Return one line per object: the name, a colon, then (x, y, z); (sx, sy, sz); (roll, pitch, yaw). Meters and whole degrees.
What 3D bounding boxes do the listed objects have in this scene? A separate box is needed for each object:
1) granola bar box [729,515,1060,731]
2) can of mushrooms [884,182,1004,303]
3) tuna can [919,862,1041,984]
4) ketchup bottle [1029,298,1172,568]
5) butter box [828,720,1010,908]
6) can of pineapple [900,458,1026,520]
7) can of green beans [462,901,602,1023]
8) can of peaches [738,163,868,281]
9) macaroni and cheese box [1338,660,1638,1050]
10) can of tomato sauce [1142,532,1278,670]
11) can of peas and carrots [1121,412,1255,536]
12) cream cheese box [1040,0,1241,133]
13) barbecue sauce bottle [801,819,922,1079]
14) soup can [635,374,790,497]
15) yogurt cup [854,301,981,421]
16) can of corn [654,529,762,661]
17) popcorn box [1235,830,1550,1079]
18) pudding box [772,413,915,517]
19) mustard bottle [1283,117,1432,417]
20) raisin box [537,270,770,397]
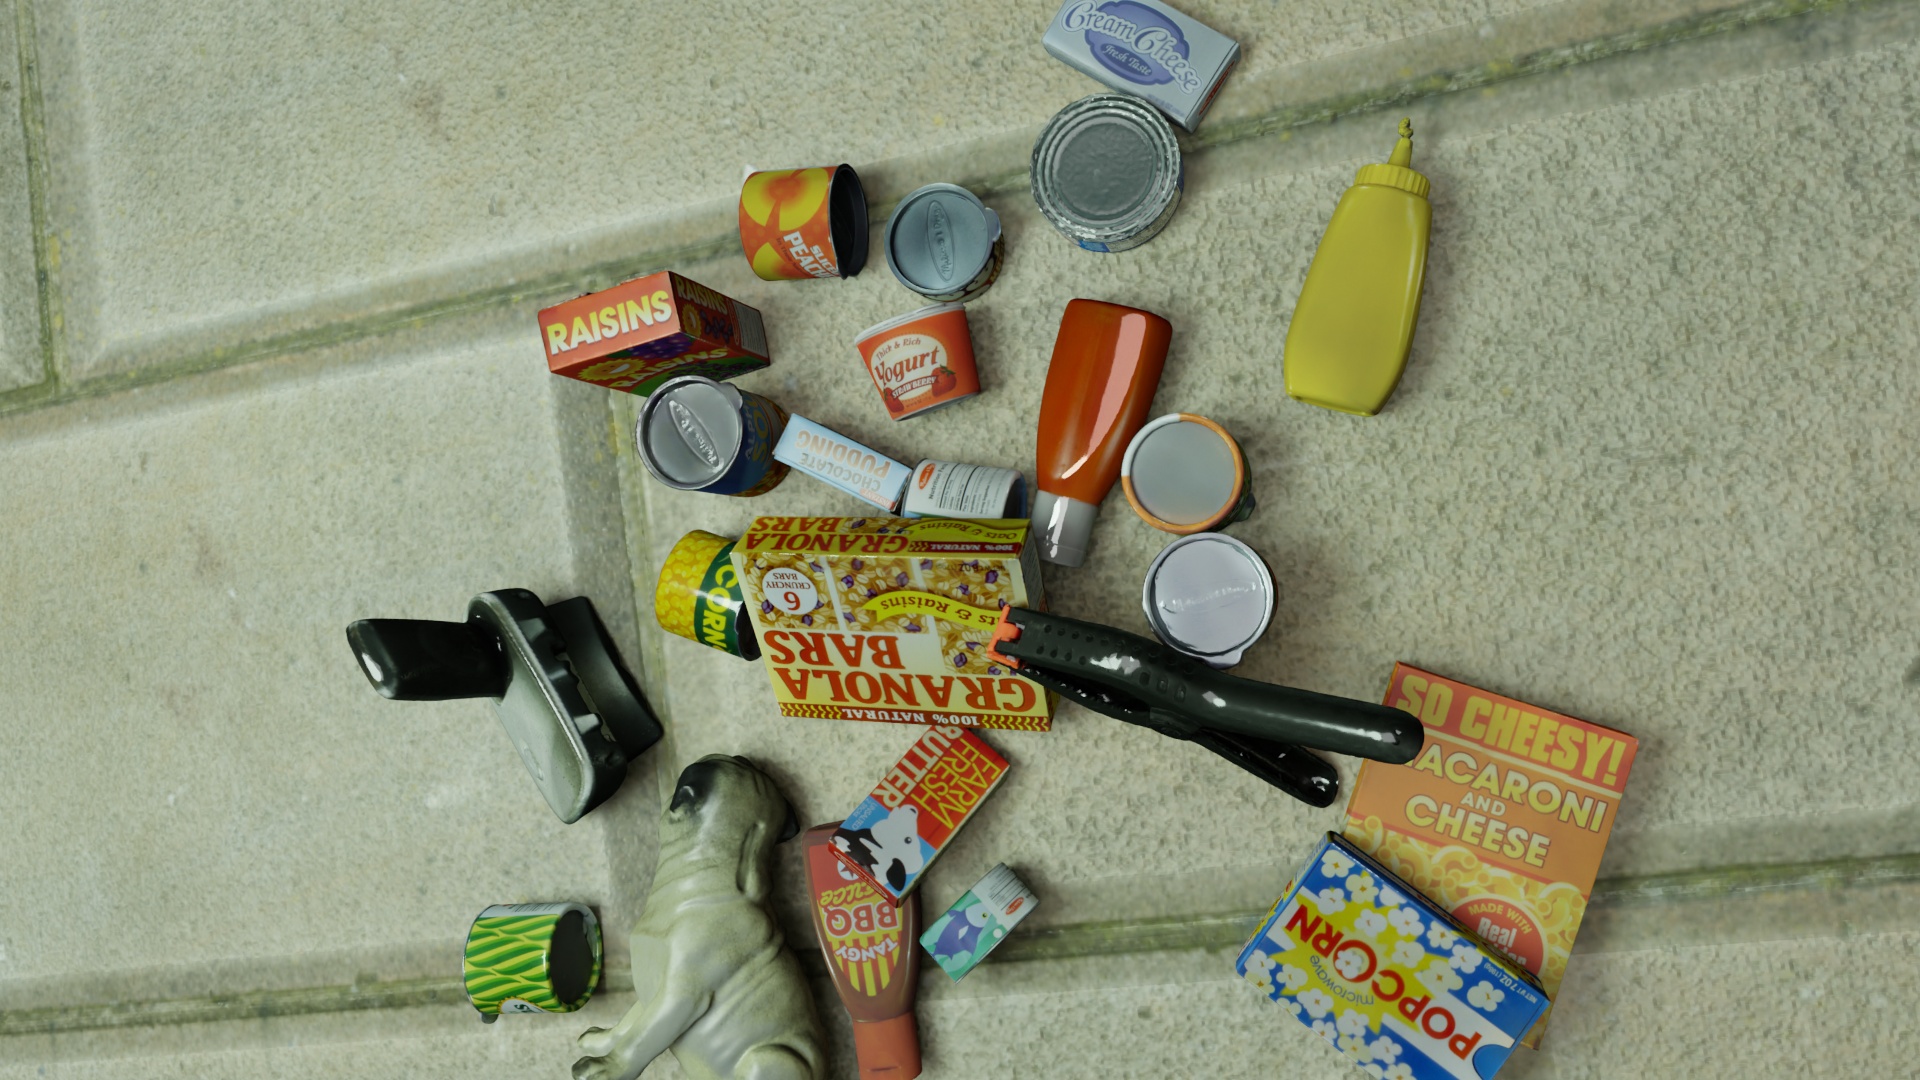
granola bar box: (-0.033, 0.046, 0.780); (0.165, 0.039, 0.123); (1, 126, 18)
can of mushrooms: (-0.007, -0.175, 0.820); (0.071, 0.033, 0.071); (-1, 87, 15)
tuna can: (0.009, 0.217, 0.784); (0.071, 0.071, 0.033); (-46, 77, 9)
ketchup bottle: (0.071, -0.060, 0.787); (0.065, 0.043, 0.148); (18, 93, 38)
butter box: (-0.023, 0.152, 0.790); (0.053, 0.024, 0.104); (37, 63, 14)
can of pineapple: (0.003, -0.010, 0.796); (0.058, 0.071, 0.071); (8, 90, 15)
can of green beans: (-0.262, 0.257, 0.855); (0.058, 0.071, 0.071); (-6, 87, 15)
can of peaches: (-0.093, -0.187, 0.826); (0.058, 0.071, 0.071); (0, 88, 16)
macaroni and cheese box: (0.264, 0.161, 0.730); (0.124, 0.040, 0.166); (18, 93, 15)
can of tomato sauce: (0.137, 0.032, 0.747); (0.071, 0.083, 0.071); (0, 88, 15)
can of peas and carrots: (0.127, -0.034, 0.765); (0.071, 0.059, 0.071); (0, 88, 16)
cream cheese box: (0.103, -0.283, 0.800); (0.104, 0.024, 0.053); (34, 96, 14)
barbecue sauce bottle: (-0.051, 0.238, 0.810); (0.065, 0.043, 0.148); (-10, 86, 7)
soup can: (-0.141, -0.062, 0.826); (0.071, 0.084, 0.071); (0, 88, 15)
yogurt cup: (-0.022, -0.102, 0.807); (0.072, 0.072, 0.054); (-18, 92, 14)
can of corn: (-0.142, 0.032, 0.829); (0.058, 0.071, 0.071); (17, 93, 16)
popcorn box: (0.215, 0.219, 0.701); (0.127, 0.038, 0.085); (35, 98, 14)
pudding box: (-0.063, -0.043, 0.822); (0.084, 0.049, 0.030); (26, 94, 15)
mustard bottle: (0.222, -0.149, 0.750); (0.065, 0.049, 0.160); (17, 92, 15)
raisin box: (-0.177, -0.119, 0.817); (0.086, 0.123, 0.040); (-14, 85, 15)
